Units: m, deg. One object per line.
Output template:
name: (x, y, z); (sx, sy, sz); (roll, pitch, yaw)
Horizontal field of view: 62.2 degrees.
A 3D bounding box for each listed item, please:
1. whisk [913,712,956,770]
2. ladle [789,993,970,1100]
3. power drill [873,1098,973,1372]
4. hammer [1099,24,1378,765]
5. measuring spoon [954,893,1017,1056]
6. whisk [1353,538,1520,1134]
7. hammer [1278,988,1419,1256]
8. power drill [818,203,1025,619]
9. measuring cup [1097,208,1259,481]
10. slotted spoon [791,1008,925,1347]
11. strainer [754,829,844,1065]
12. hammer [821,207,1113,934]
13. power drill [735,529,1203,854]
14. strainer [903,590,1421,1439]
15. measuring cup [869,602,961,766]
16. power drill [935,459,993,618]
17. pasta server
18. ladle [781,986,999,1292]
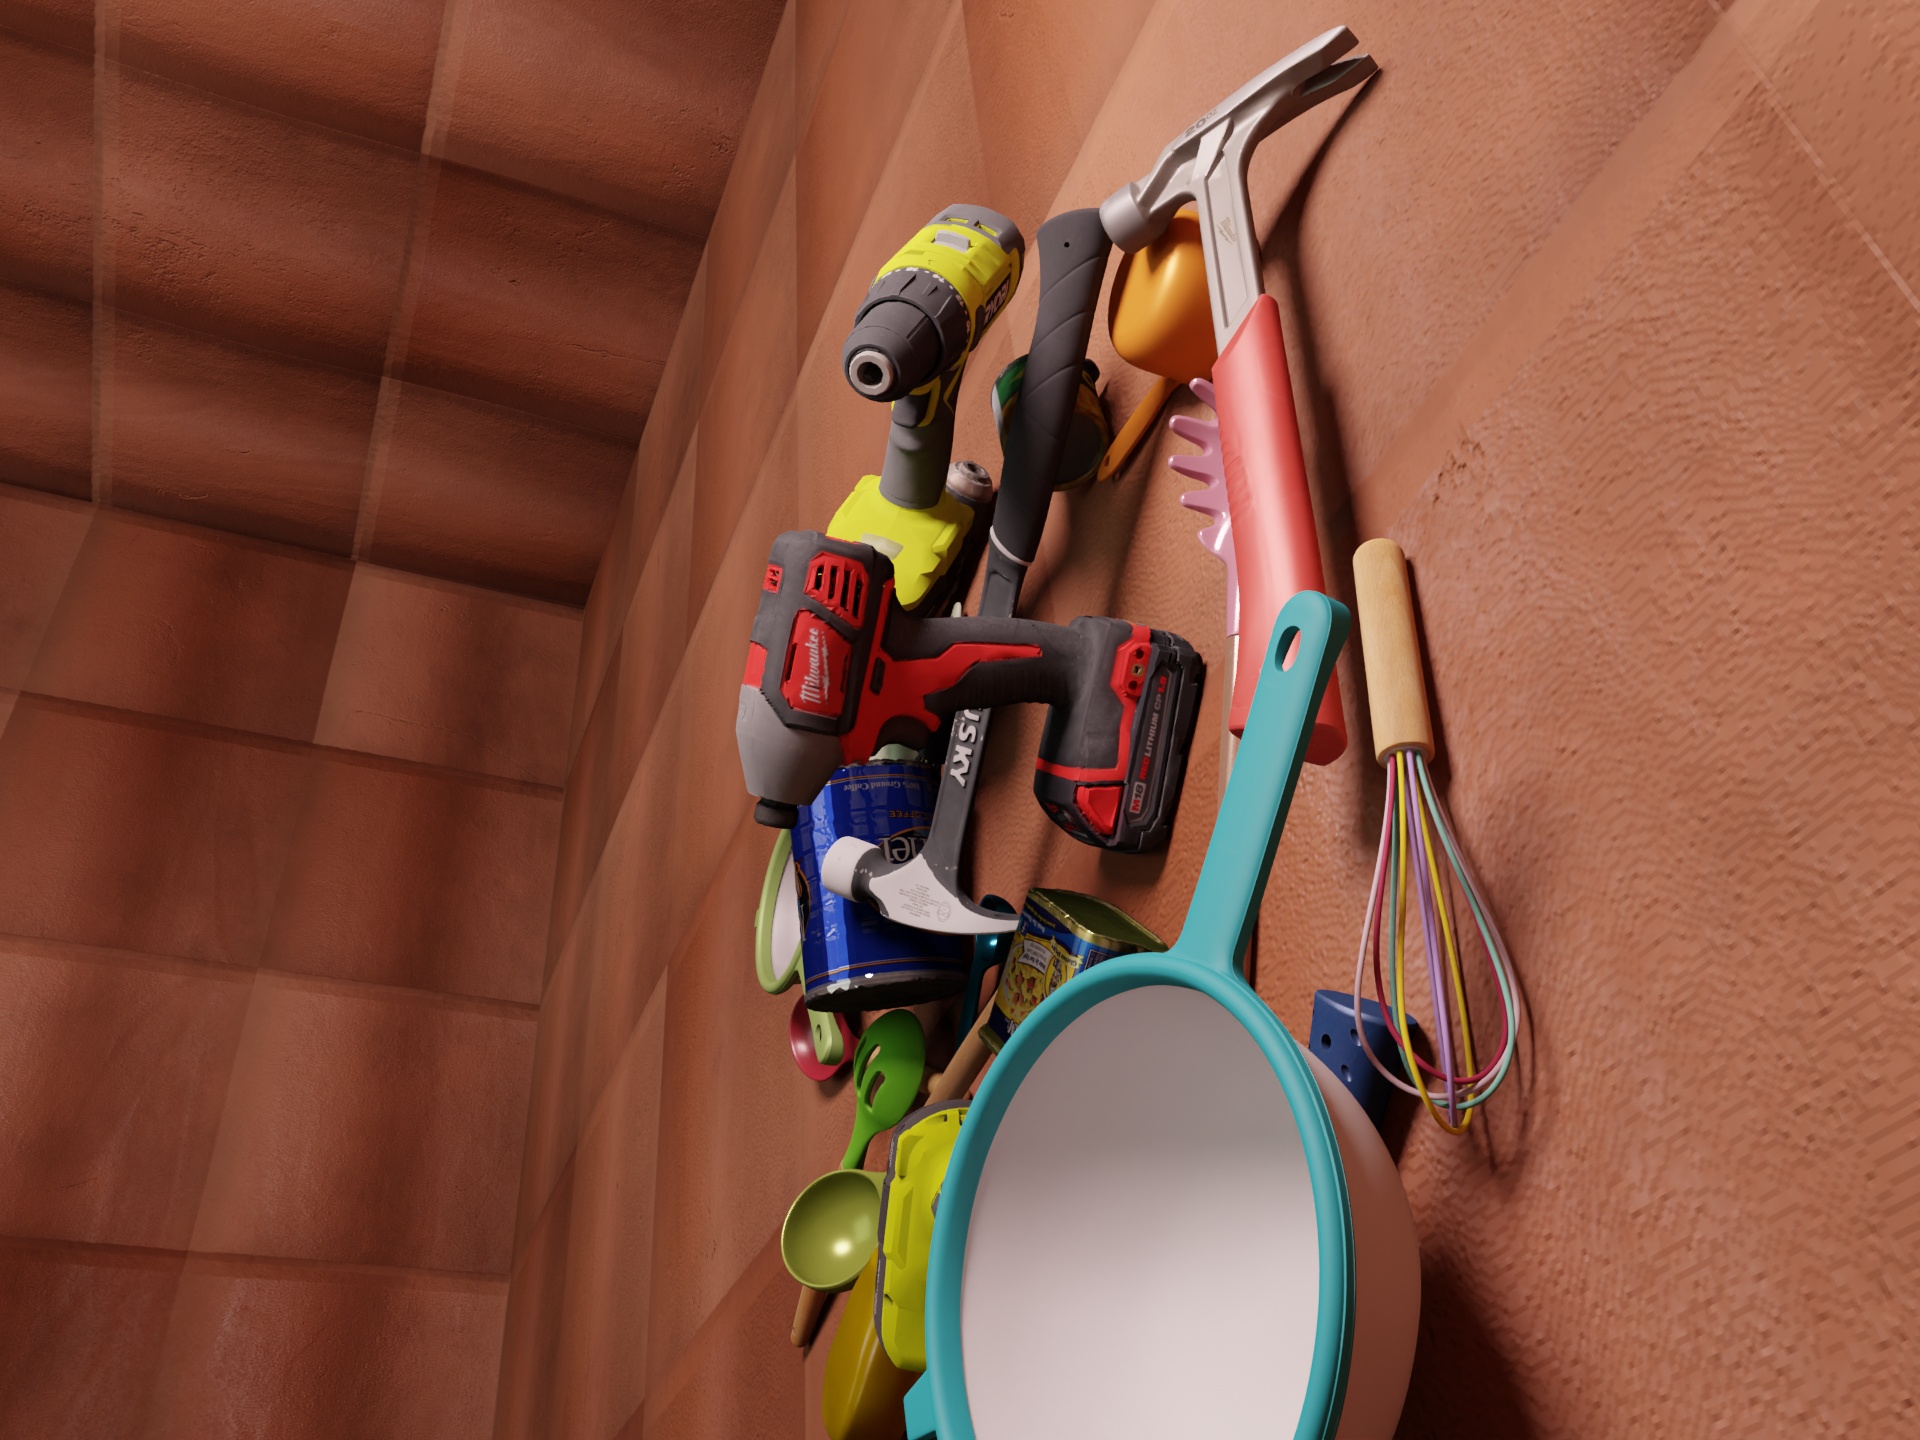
whisk: (-0.017, 0.024, 1.083); (0.239, 0.055, 0.055); (-65, 23, 20)
ladle: (-0.059, 0.233, 1.099); (0.315, 0.031, 0.069); (172, 101, -67)
power drill: (0.007, 0.268, 0.741); (0.223, 0.080, 0.171); (141, 136, -82)
hammer: (0.136, -0.145, 0.693); (0.149, 0.036, 0.359); (-27, 49, 35)
measuring spoon: (0.017, 0.162, 0.957); (0.042, 0.021, 0.128); (-117, 34, -59)
whisk: (0.165, 0.030, 0.582); (0.051, 0.047, 0.245); (127, 152, -52)
hammer: (0.102, 0.302, 0.603); (0.144, 0.035, 0.405); (-160, 82, -70)
power drill: (-0.032, -0.160, 0.906); (0.191, 0.080, 0.228); (-62, -11, -51)
measuring cup: (0.098, -0.202, 0.880); (0.173, 0.052, 0.095); (123, 151, -41)
slotted spoon: (-0.078, 0.319, 1.069); (0.070, 0.031, 0.313); (55, 138, 47)
strainer: (-0.090, 0.163, 1.160); (0.257, 0.069, 0.151); (-113, 42, -57)
hammer: (0.027, -0.076, 0.879); (0.149, 0.036, 0.409); (18, 100, 29)
power drill: (-0.001, -0.003, 0.789); (0.078, 0.219, 0.143); (-167, 89, -71)
strainer: (0.100, 0.130, 0.540); (0.211, 0.095, 0.340); (8, 80, 61)
measuring cup: (-0.034, -0.007, 1.149); (0.083, 0.038, 0.167); (-139, 61, -68)
power drill: (-0.052, -0.075, 1.088); (0.185, 0.084, 0.226); (-59, -2, 28)
pasta server: (0.123, -0.013, 0.729); (0.060, 0.040, 0.316); (-22, 59, 56)
ladle: (-0.026, 0.231, 0.937); (0.320, 0.062, 0.078); (-62, 29, 33)
